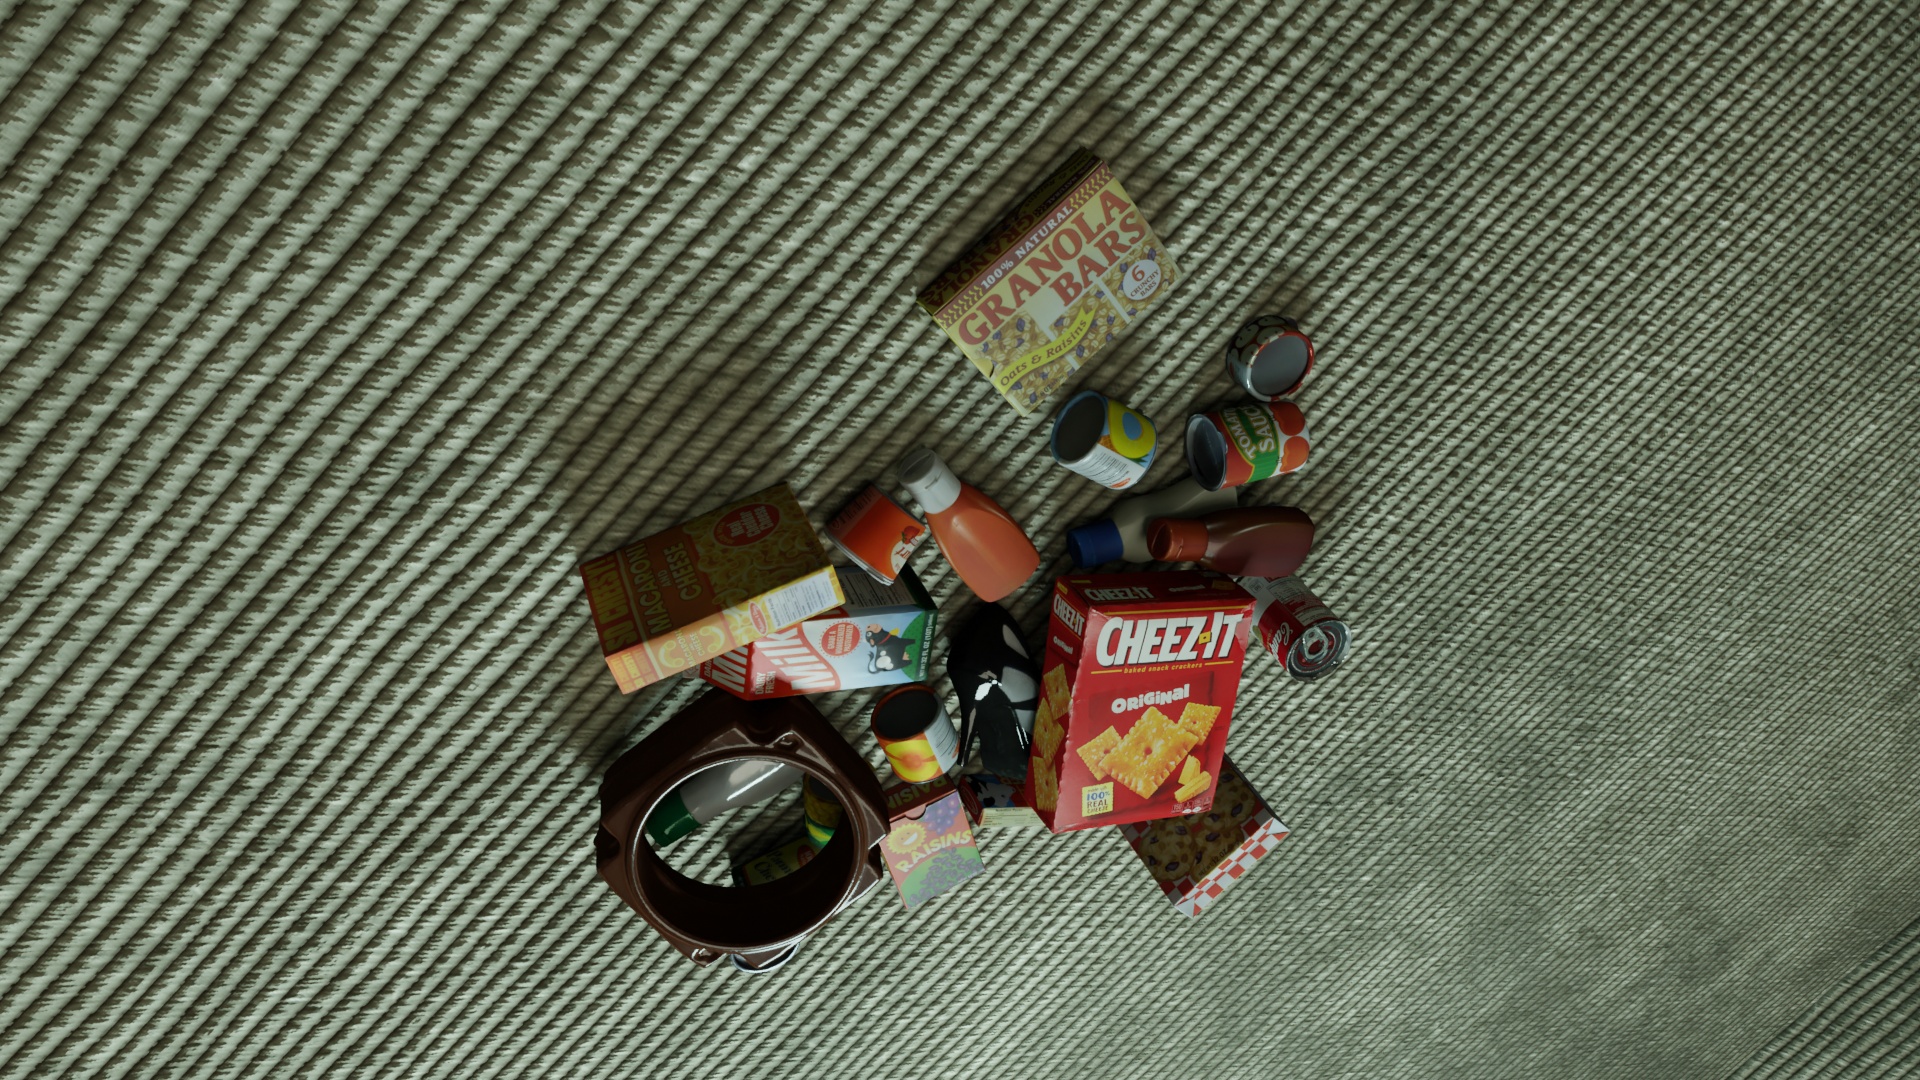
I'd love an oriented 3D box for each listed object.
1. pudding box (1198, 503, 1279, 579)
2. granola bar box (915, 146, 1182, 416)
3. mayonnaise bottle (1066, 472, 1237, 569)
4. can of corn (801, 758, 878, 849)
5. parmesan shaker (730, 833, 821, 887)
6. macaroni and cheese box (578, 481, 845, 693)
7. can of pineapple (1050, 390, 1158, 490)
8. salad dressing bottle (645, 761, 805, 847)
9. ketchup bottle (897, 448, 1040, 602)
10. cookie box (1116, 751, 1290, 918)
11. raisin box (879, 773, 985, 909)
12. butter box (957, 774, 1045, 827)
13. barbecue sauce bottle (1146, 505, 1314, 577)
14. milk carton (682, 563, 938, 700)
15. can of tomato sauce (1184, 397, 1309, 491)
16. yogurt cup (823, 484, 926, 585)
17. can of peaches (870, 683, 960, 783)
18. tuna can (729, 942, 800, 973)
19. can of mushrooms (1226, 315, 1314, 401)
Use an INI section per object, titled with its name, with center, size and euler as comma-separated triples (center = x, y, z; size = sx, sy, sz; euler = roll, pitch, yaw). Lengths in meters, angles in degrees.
[pudding box]
center = 0.258, 0.003, 1.259
size = 0.084, 0.030, 0.049
euler = -17, 126, -15
[granola bar box]
center = 0.068, -0.189, 1.033
size = 0.165, 0.039, 0.124
euler = -42, 129, 5
[mayonnaise bottle]
center = 0.165, -0.014, 1.197
size = 0.148, 0.041, 0.064
euler = -17, 129, -14
[can of corn]
center = -0.106, 0.228, 1.212
size = 0.071, 0.071, 0.058
euler = -11, 125, -19
[parmesan shaker]
center = -0.144, 0.303, 1.238
size = 0.103, 0.071, 0.071
euler = -24, 129, -9
[macaroni and cheese box]
center = -0.182, 0.032, 1.005
size = 0.167, 0.124, 0.040
euler = -23, 127, -10
[can of pineapple]
center = 0.114, -0.082, 1.112
size = 0.058, 0.071, 0.071
euler = 23, 109, -35
[salad dressing bottle]
center = -0.195, 0.203, 1.166
size = 0.148, 0.044, 0.064
euler = -32, 123, -1
[ketchup bottle]
center = 0.004, -0.014, 1.116
size = 0.065, 0.044, 0.148
euler = -39, 129, 2
[cookie box]
center = 0.211, 0.250, 1.313
size = 0.123, 0.168, 0.040
euler = -44, 132, 7
[raisin box]
center = -0.034, 0.278, 1.296
size = 0.086, 0.040, 0.122
euler = -23, 128, -9
[butter box]
center = 0.053, 0.244, 1.306
size = 0.104, 0.053, 0.024
euler = 4, 117, -29
[barbecue sauce bottle]
center = 0.228, 0.000, 1.180
size = 0.149, 0.044, 0.064
euler = 1, 127, -29
[milk carton]
center = -0.122, 0.072, 1.094
size = 0.191, 0.074, 0.072
euler = -3, 122, -23
[can of tomato sauce]
center = 0.242, -0.083, 1.169
size = 0.083, 0.071, 0.070
euler = -13, 126, -18
[yogurt cup]
center = -0.064, -0.007, 1.077
size = 0.054, 0.072, 0.072
euler = -51, 128, 2
[can of peaches]
center = -0.041, 0.167, 1.202
size = 0.071, 0.071, 0.057
euler = -27, 129, -7
[tuna can]
center = -0.182, 0.364, 1.286
size = 0.071, 0.033, 0.070
euler = -13, 126, -18
[can of mushrooms]
center = 0.259, -0.152, 1.154
size = 0.071, 0.033, 0.070
euler = -12, 125, -17
